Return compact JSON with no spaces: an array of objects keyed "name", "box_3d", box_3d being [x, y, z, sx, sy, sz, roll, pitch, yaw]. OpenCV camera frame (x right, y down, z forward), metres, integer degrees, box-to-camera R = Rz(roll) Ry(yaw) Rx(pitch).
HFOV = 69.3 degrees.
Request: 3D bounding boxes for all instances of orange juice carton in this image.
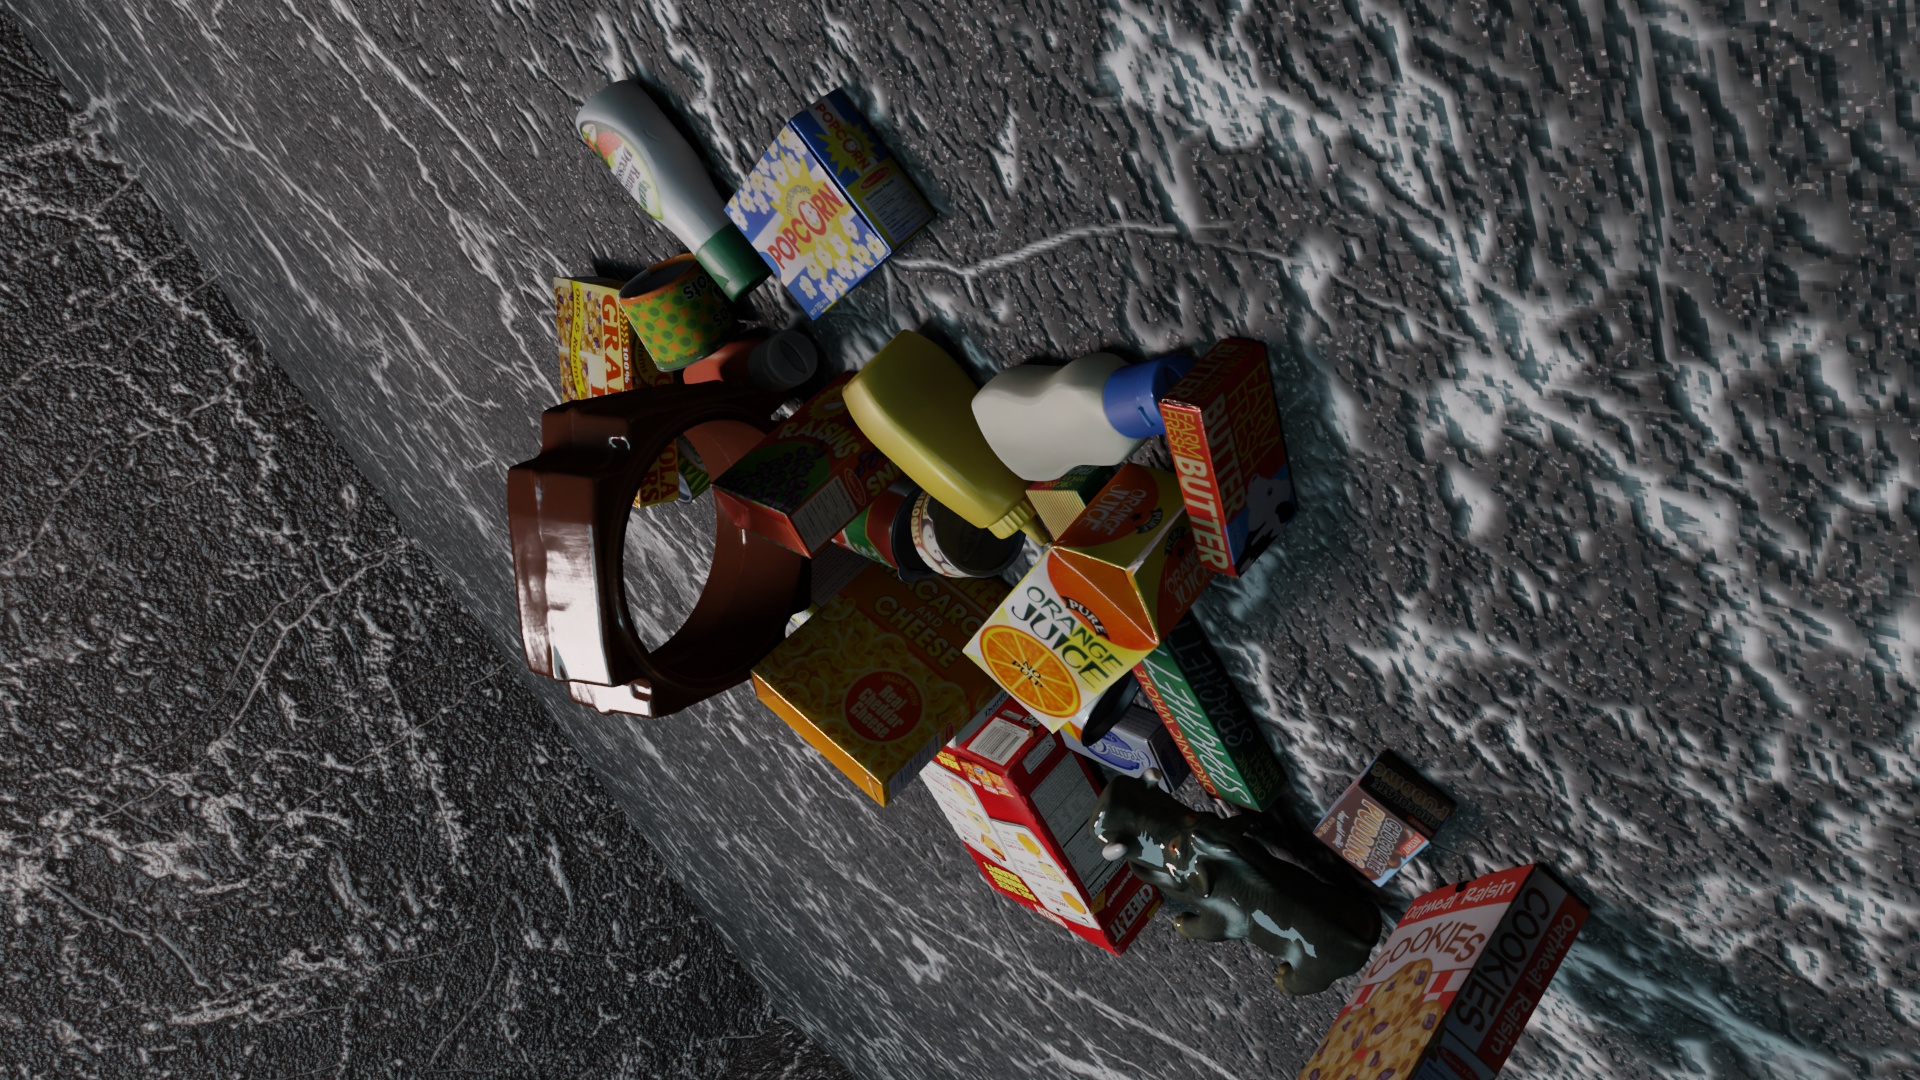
[{"name":"orange juice carton","box_3d":[0.075,0.027,0.730,0.073,0.072,0.191,42,150,4]}]

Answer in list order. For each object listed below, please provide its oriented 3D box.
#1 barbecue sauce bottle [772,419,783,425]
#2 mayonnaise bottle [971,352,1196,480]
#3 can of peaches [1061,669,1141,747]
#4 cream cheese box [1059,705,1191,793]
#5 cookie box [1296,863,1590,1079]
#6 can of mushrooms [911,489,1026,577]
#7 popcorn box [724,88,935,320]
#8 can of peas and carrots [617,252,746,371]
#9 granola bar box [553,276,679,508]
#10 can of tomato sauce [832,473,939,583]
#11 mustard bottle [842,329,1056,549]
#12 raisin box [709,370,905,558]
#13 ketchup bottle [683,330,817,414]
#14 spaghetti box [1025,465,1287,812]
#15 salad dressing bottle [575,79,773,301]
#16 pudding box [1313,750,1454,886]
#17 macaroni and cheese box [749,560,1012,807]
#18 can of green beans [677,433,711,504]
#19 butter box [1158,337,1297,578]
[{"name":"barbecue sauce bottle","box_3d":[-0.130,-0.027,1.082,0.065,0.044,0.147,34,153,25]},{"name":"mayonnaise bottle","box_3d":[0.066,-0.066,0.711,0.064,0.041,0.148,54,154,-17]},{"name":"can of peaches","box_3d":[0.077,0.090,0.893,0.058,0.071,0.071,35,153,24]},{"name":"cream cheese box","box_3d":[0.107,0.133,0.958,0.104,0.024,0.053,18,142,48]},{"name":"cookie box","box_3d":[0.247,0.254,0.737,0.040,0.168,0.122,42,155,5]},{"name":"can of mushrooms","box_3d":[0.003,-0.011,0.860,0.071,0.071,0.033,55,156,-15]},{"name":"popcorn box","box_3d":[-0.075,-0.182,0.770,0.085,0.038,0.126,51,155,-9]},{"name":"can of peas and carrots","box_3d":[-0.193,-0.160,0.965,0.071,0.071,0.058,14,139,50]},{"name":"granola bar box","box_3d":[-0.270,-0.120,1.092,0.124,0.039,0.165,19,115,47]},{"name":"can of tomato sauce","box_3d":[-0.046,-0.015,0.933,0.083,0.071,0.071,20,144,46]},{"name":"mustard bottle","box_3d":[0.003,-0.048,0.814,0.160,0.065,0.048,47,158,-9]},{"name":"raisin box","box_3d":[-0.083,-0.051,0.873,0.086,0.124,0.040,20,145,46]},{"name":"ketchup bottle","box_3d":[-0.146,-0.115,0.977,0.064,0.044,0.148,51,155,-16]},{"name":"spaghetti box","box_3d":[0.120,0.061,0.825,0.050,0.029,0.249,4,131,57]},{"name":"salad dressing bottle","box_3d":[-0.177,-0.218,0.874,0.147,0.044,0.064,50,154,-5]},{"name":"pudding box","box_3d":[0.236,0.157,0.777,0.050,0.030,0.083,39,154,16]},{"name":"macaroni and cheese box","box_3d":[-0.038,0.079,0.941,0.124,0.167,0.040,37,153,21]},{"name":"can of green beans","box_3d":[-0.223,-0.073,1.147,0.071,0.058,0.071,37,153,22]},{"name":"butter box","box_3d":[0.125,-0.037,0.641,0.024,0.053,0.103,21,144,41]}]
